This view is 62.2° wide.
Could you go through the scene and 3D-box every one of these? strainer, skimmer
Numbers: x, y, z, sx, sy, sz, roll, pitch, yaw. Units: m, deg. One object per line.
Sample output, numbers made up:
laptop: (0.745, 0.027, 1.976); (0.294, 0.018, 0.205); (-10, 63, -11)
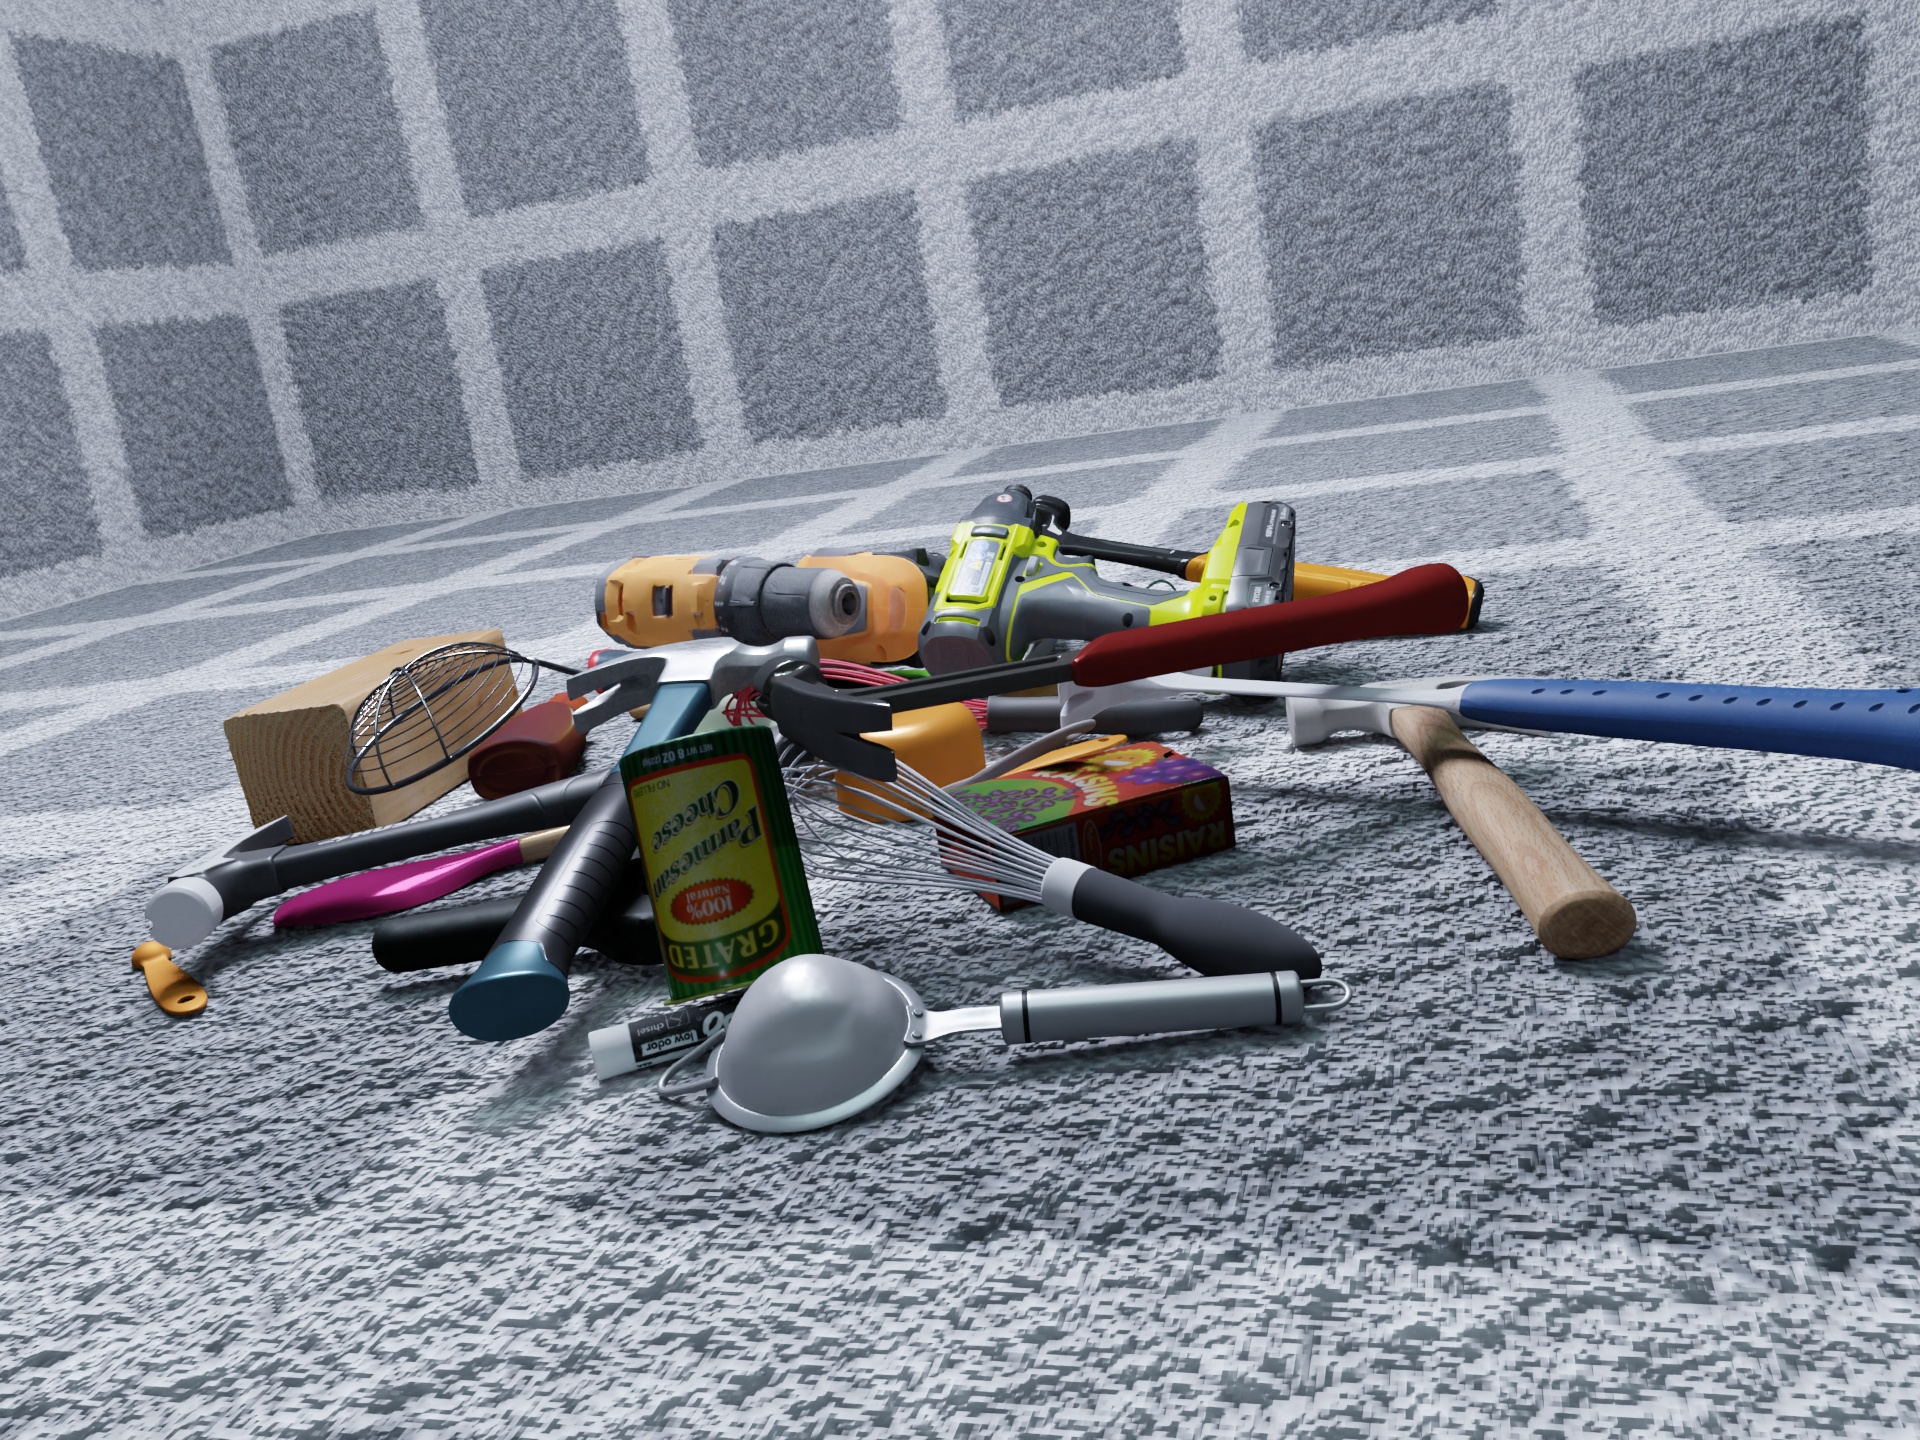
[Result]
strainer: (0.012, 0.106, 0.579); (0.258, 0.050, 0.087); (-5, 31, 3)
skimmer: (-0.198, 0.004, 1.013); (0.363, 0.090, 0.127); (3, 9, -34)

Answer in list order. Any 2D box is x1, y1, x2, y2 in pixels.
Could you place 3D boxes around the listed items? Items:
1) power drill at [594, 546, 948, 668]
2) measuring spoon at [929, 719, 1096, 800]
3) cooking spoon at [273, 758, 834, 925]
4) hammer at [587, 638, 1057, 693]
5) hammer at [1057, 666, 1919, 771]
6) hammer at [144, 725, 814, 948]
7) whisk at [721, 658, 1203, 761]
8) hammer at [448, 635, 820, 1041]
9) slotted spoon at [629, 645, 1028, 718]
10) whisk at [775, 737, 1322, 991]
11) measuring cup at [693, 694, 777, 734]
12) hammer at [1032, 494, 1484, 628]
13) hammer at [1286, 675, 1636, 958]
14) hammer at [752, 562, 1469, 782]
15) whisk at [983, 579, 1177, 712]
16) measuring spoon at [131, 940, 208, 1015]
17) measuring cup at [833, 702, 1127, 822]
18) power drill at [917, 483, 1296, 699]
power drill: (-0.092, -0.074, 1.025); (0.185, 0.084, 0.226); (3, 3, 36)
measuring spoon: (0.028, 0.028, 0.816); (0.034, 0.018, 0.124); (-3, -19, -41)
cooking spoon: (-0.225, 0.067, 0.905); (0.319, 0.017, 0.069); (-14, 16, -16)
hammer: (-0.116, -0.054, 1.257); (0.386, 0.038, 0.143); (-6, 17, 11)
hammer: (0.226, -0.008, 0.743); (0.406, 0.035, 0.144); (5, 16, 41)
hammer: (-0.243, 0.051, 0.855); (0.334, 0.035, 0.146); (-13, 10, -5)
whisk: (-0.002, -0.003, 0.967); (0.296, 0.073, 0.073); (0, 16, 8)
hammer: (-0.159, 0.038, 0.755); (0.128, 0.033, 0.331); (-3, 26, 8)
slotted spoon: (-0.100, -0.025, 1.162); (0.314, 0.031, 0.070); (-7, 9, 17)
whisk: (0.020, 0.060, 0.667); (0.285, 0.070, 0.070); (16, 27, 34)
measuring cup: (-0.181, 0.001, 1.082); (0.083, 0.038, 0.167); (-5, 13, 15)
hammer: (0.192, -0.103, 1.118); (0.337, 0.034, 0.127); (10, 32, 17)
hammer: (0.240, 0.031, 0.737); (0.130, 0.031, 0.331); (-8, 15, 5)
hammer: (0.093, -0.031, 0.734); (0.359, 0.036, 0.149); (-11, 13, -23)
whisk: (0.096, -0.045, 1.090); (0.047, 0.051, 0.245); (10, 26, 37)
measuring spoon: (-0.396, 0.127, 0.794); (0.021, 0.011, 0.117); (-19, 18, -33)
measuring cup: (0.010, 0.010, 0.909); (0.173, 0.052, 0.095); (-14, 15, -10)
power drill: (0.099, -0.090, 1.029); (0.223, 0.080, 0.171); (6, 48, 15)
